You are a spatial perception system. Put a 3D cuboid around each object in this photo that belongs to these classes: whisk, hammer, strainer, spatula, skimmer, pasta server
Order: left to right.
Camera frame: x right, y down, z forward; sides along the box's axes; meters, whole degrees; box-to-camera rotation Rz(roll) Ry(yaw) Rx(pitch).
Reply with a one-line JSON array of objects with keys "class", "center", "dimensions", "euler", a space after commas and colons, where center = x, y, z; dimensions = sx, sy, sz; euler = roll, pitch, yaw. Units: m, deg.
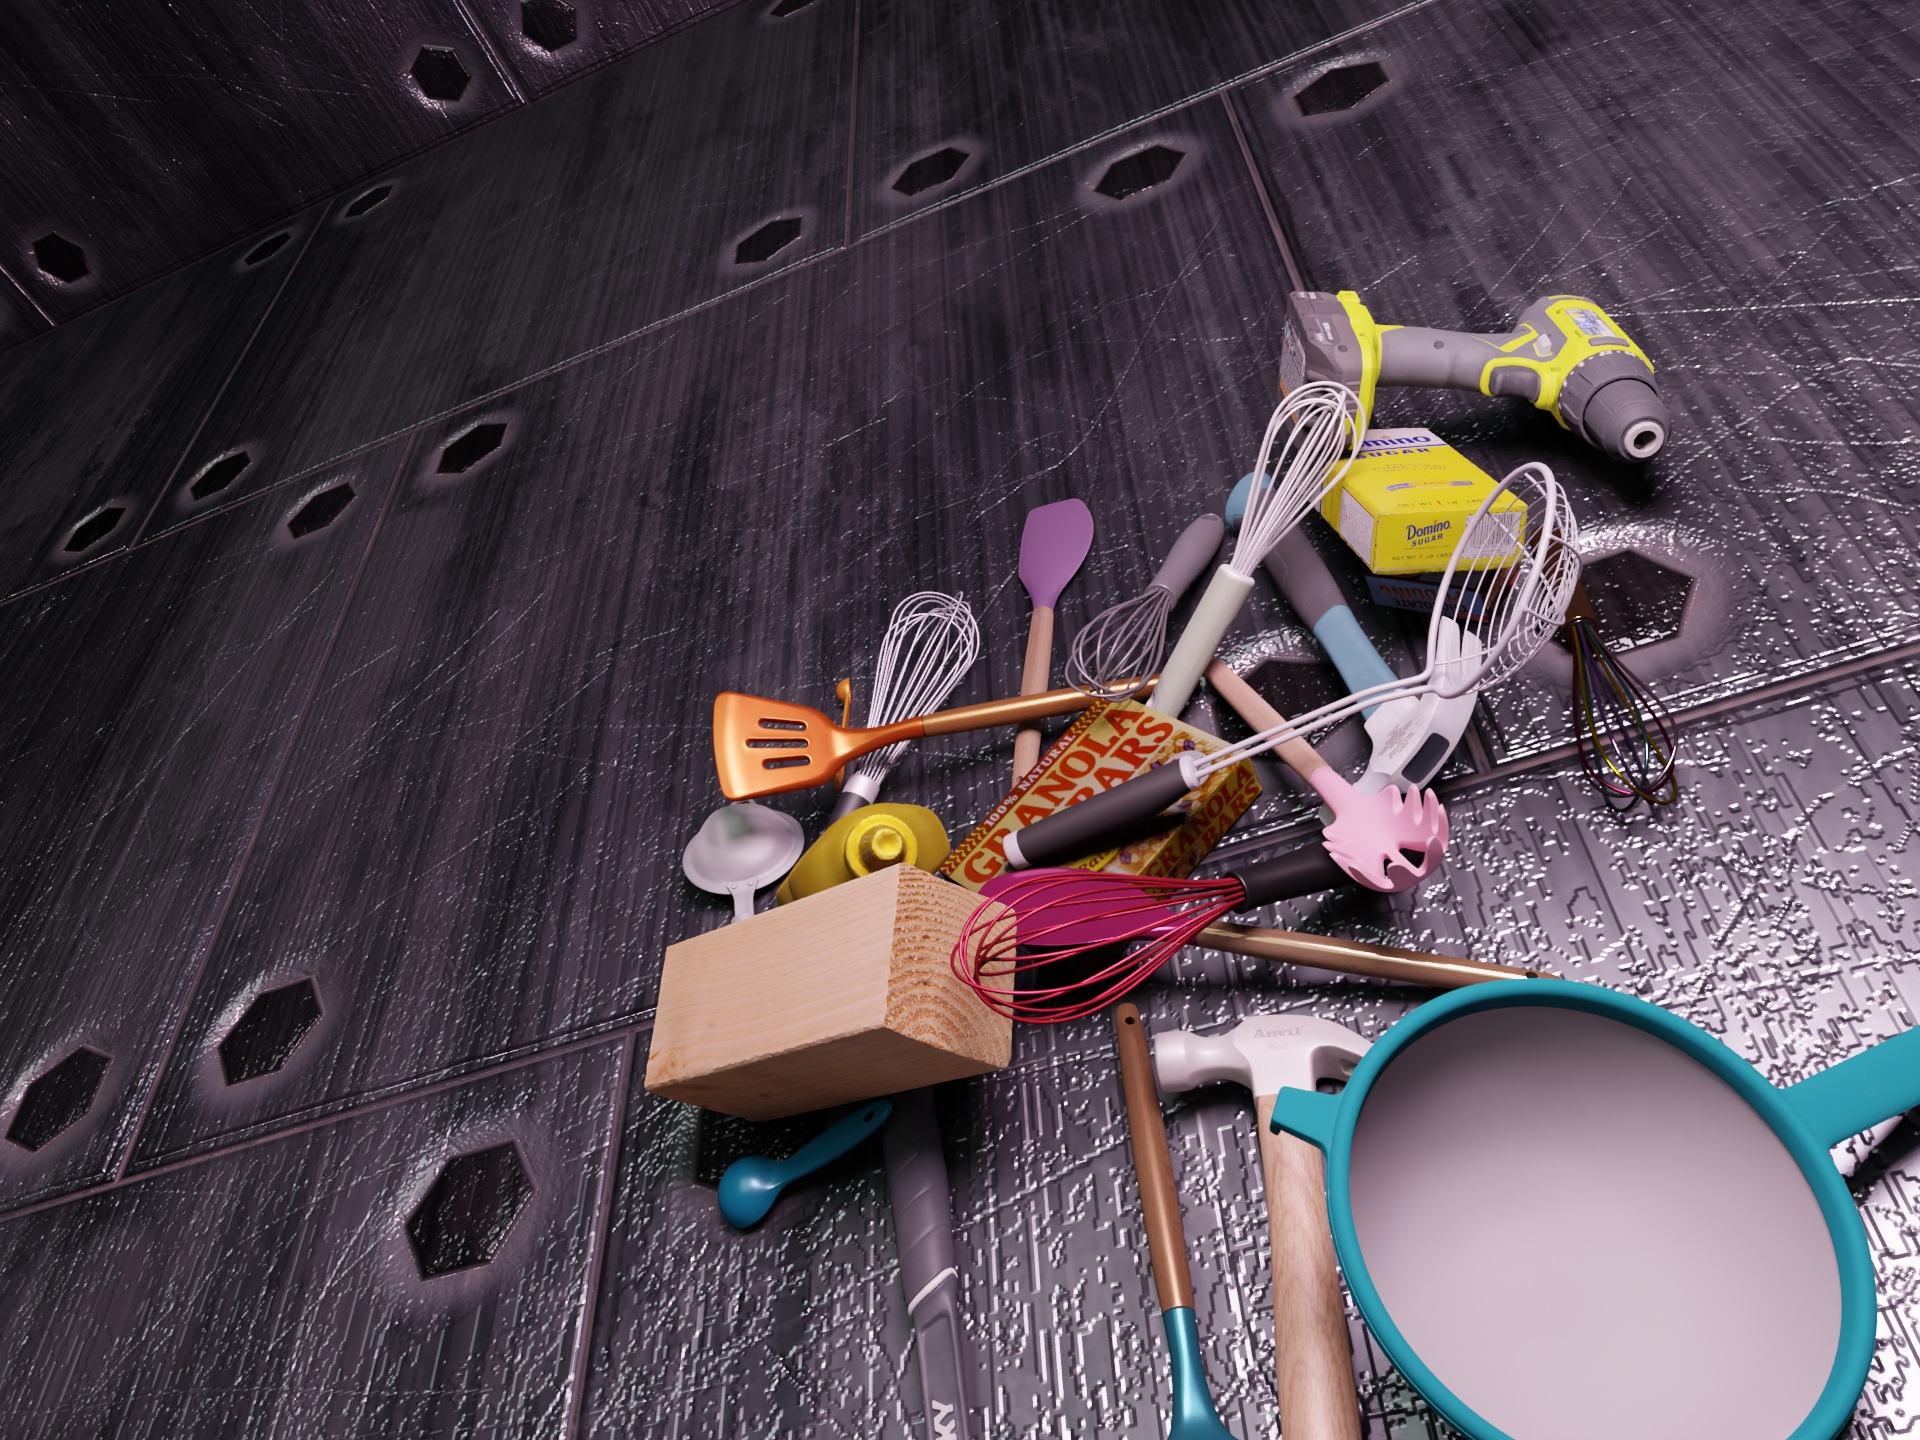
[{"class": "strainer", "center": [-0.143, 0.129, 1.057], "dimensions": [0.087, 0.050, 0.259], "euler": [-12, 44, -1]}, {"class": "whisk", "center": [-0.057, 0.023, 1.105], "dimensions": [0.070, 0.070, 0.285], "euler": [4, 56, 34]}, {"class": "hammer", "center": [-0.016, 0.308, 0.795], "dimensions": [0.149, 0.036, 0.409], "euler": [-23, 40, 10]}, {"class": "spatula", "center": [-0.002, -0.003, 1.055], "dimensions": [0.322, 0.041, 0.081], "euler": [-10, 64, 4]}, {"class": "spatula", "center": [0.060, -0.060, 1.144], "dimensions": [0.060, 0.018, 0.316], "euler": [-11, 42, 21]}, {"class": "whisk", "center": [0.132, -0.082, 1.070], "dimensions": [0.055, 0.055, 0.239], "euler": [-1, 31, 31]}, {"class": "spatula", "center": [0.104, 0.256, 0.767], "dimensions": [0.082, 0.044, 0.318], "euler": [-2, 40, -3]}, {"class": "whisk", "center": [0.128, 0.096, 0.832], "dimensions": [0.295, 0.073, 0.073], "euler": [-13, 33, -25]}, {"class": "whisk", "center": [0.179, -0.099, 1.002], "dimensions": [0.058, 0.059, 0.246], "euler": [-95, 30, -69]}, {"class": "skimmer", "center": [0.166, -0.017, 0.873], "dimensions": [0.363, 0.090, 0.127], "euler": [-26, 24, 21]}, {"class": "pasta server", "center": [0.194, 0.016, 0.917], "dimensions": [0.060, 0.040, 0.316], "euler": [-34, 26, 3]}, {"class": "hammer", "center": [0.156, 0.262, 0.702], "dimensions": [0.130, 0.031, 0.332], "euler": [-9, 37, 12]}, {"class": "hammer", "center": [0.231, -0.068, 1.012], "dimensions": [0.128, 0.033, 0.331], "euler": [-50, 29, 23]}, {"class": "whisk", "center": [0.366, -0.036, 0.919], "dimensions": [0.047, 0.051, 0.245], "euler": [1, 41, 4]}, {"class": "strainer", "center": [0.306, 0.202, 0.675], "dimensions": [0.340, 0.095, 0.211], "euler": [-18, 54, -17]}]

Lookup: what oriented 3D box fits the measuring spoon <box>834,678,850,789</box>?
[{"class": "measuring spoon", "center": [-0.088, 0.009, 1.152], "dimensions": [0.011, 0.021, 0.117], "euler": [-1, 40, 2]}]

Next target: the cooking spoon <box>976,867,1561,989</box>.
[{"class": "cooking spoon", "center": [0.154, 0.119, 0.858], "dimensions": [0.319, 0.017, 0.069], "euler": [6, 35, 24]}]

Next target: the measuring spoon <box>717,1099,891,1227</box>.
[{"class": "measuring spoon", "center": [-0.092, 0.242, 0.892], "dimensions": [0.128, 0.021, 0.042], "euler": [-36, 33, 21]}]

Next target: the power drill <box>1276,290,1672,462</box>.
[{"class": "power drill", "center": [0.332, -0.221, 1.033], "dimensions": [0.228, 0.080, 0.191], "euler": [1, 33, 1]}]
